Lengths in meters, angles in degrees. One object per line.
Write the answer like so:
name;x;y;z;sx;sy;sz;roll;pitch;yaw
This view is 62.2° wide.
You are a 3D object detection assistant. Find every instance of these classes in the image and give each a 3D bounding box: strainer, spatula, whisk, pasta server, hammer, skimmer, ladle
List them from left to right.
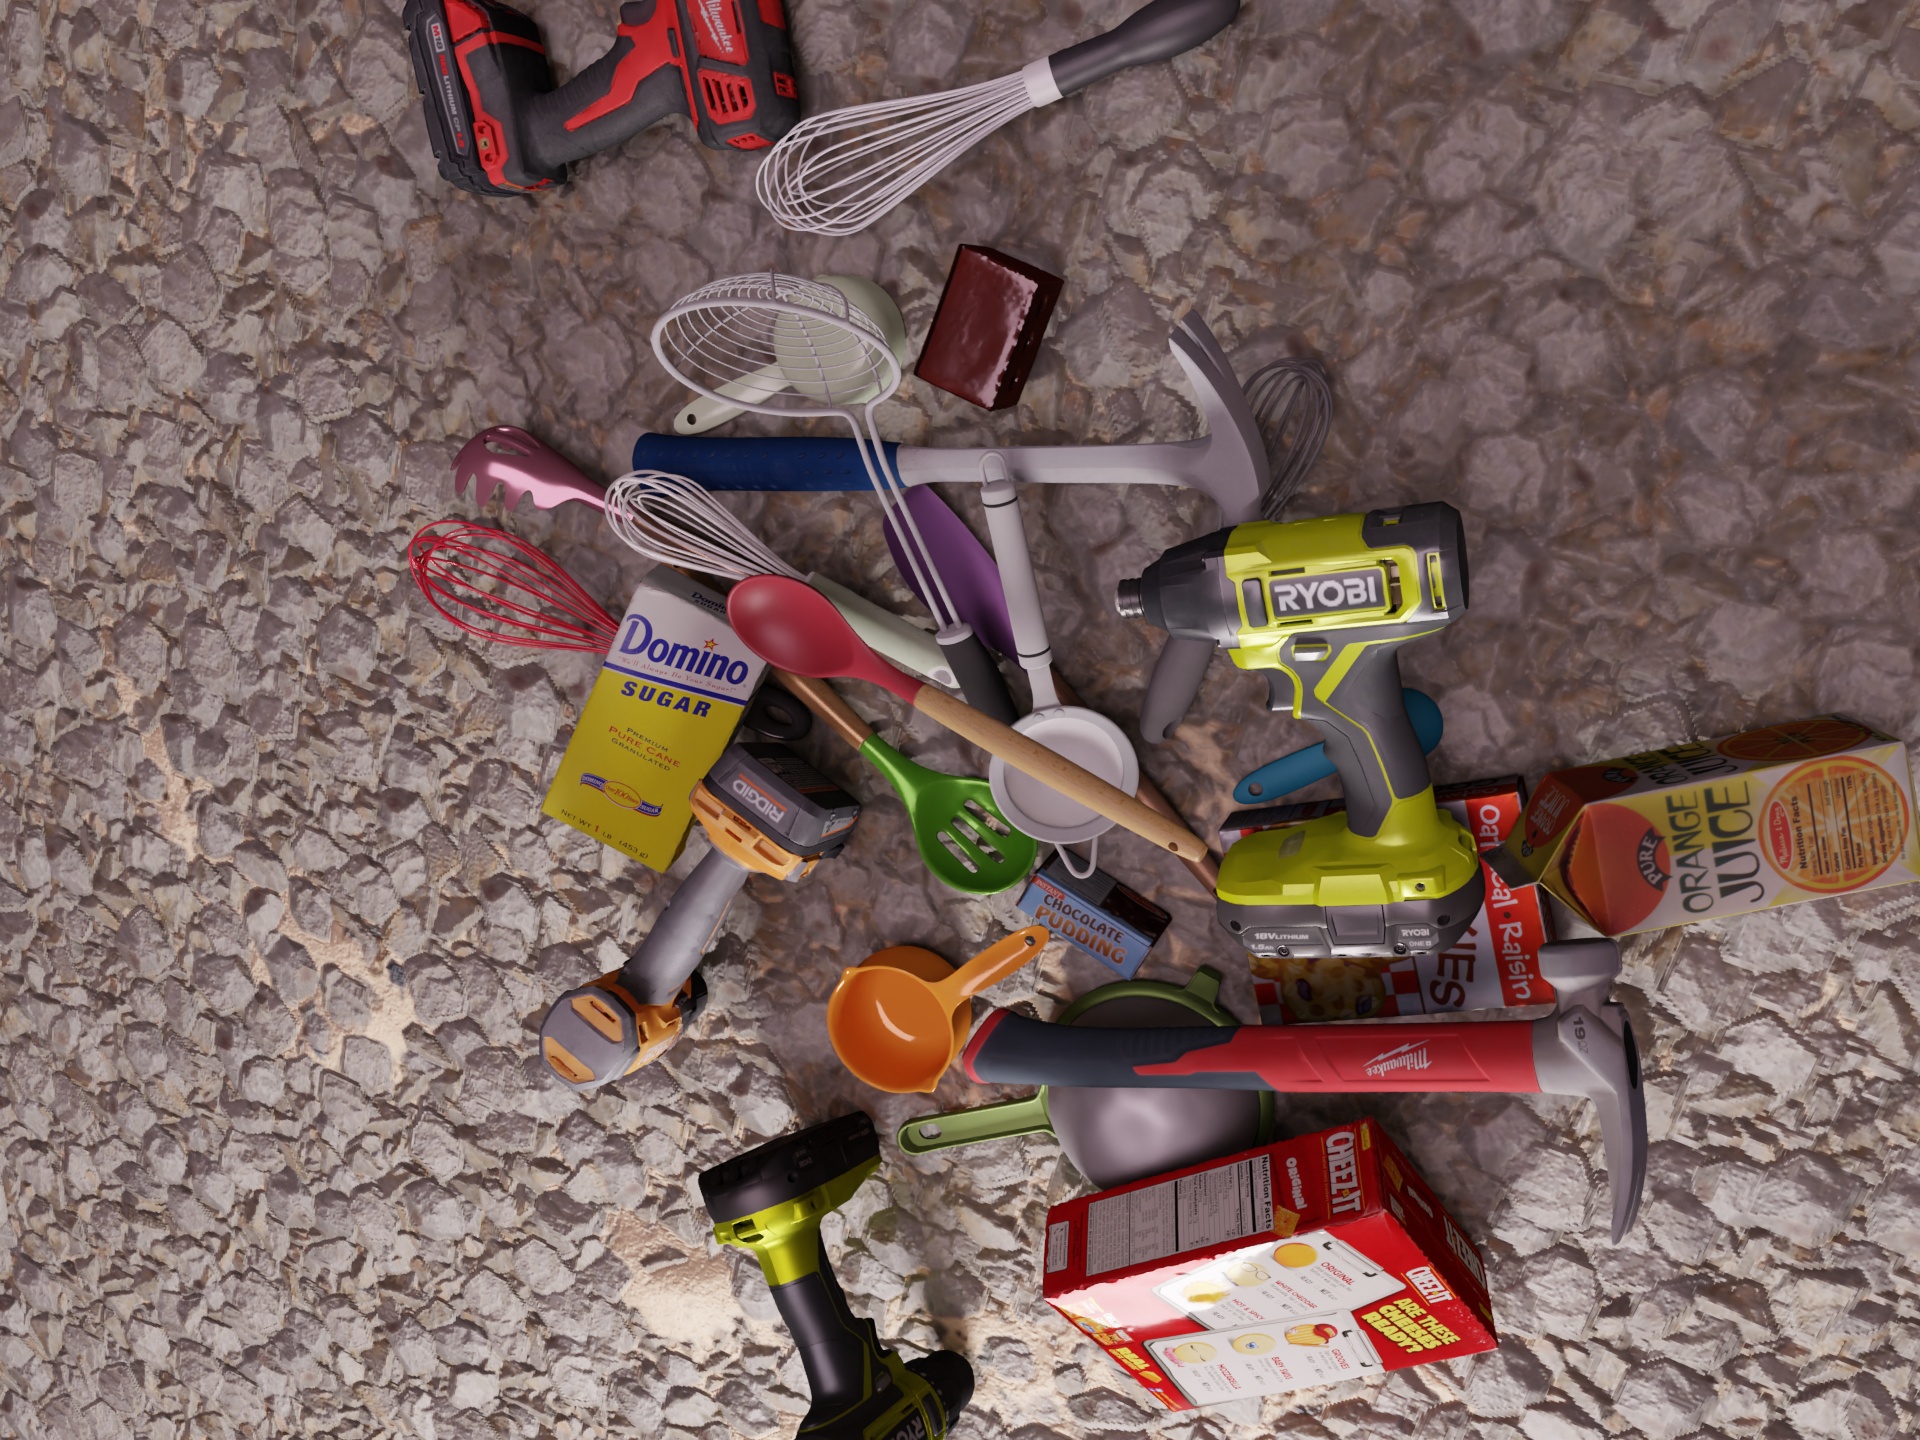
whisk;-0.231;-0.055;1.038;0.296;0.073;0.073;24;112;6
pasta server;-0.182;-0.111;1.009;0.316;0.060;0.040;27;139;5
whisk;-0.101;-0.083;0.960;0.246;0.059;0.057;27;147;-5
skimmer;-0.041;-0.082;0.876;0.127;0.090;0.363;-5;123;37
hammer;-0.023;-0.150;0.900;0.406;0.035;0.144;5;128;30
ladle;-0.001;-0.003;0.882;0.315;0.031;0.069;29;136;22
whisk;0.015;-0.336;0.867;0.284;0.070;0.070;-17;98;20
strainer;0.045;-0.031;0.899;0.087;0.050;0.258;-11;116;6
spatula;0.061;-0.010;0.956;0.316;0.018;0.059;50;126;3
strainer;0.065;0.254;0.996;0.256;0.069;0.151;-16;98;22
whisk;0.147;-0.090;0.887;0.055;0.055;0.238;25;115;13
hammer;0.167;0.200;0.868;0.386;0.038;0.143;-9;84;36

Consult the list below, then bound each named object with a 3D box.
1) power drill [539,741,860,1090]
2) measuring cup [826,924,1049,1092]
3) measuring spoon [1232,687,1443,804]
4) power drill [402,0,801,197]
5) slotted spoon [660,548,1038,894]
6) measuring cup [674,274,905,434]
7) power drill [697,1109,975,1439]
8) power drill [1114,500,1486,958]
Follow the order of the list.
power drill;-0.160;0.124;1.014;0.084;0.185;0.226;37;95;8
measuring cup;-0.005;0.167;1.011;0.173;0.052;0.095;-35;90;23
measuring spoon;0.211;0.022;0.903;0.128;0.021;0.042;-26;93;24
power drill;-0.205;-0.391;0.927;0.220;0.078;0.143;-6;102;20
slotted spoon;-0.076;-0.005;1.003;0.314;0.031;0.070;42;83;9
measuring cup;-0.113;-0.209;0.957;0.167;0.038;0.083;-22;96;23
power drill;-0.072;0.381;1.038;0.080;0.190;0.228;-24;80;25
power drill;0.179;0.006;0.816;0.171;0.080;0.223;-5;112;23
